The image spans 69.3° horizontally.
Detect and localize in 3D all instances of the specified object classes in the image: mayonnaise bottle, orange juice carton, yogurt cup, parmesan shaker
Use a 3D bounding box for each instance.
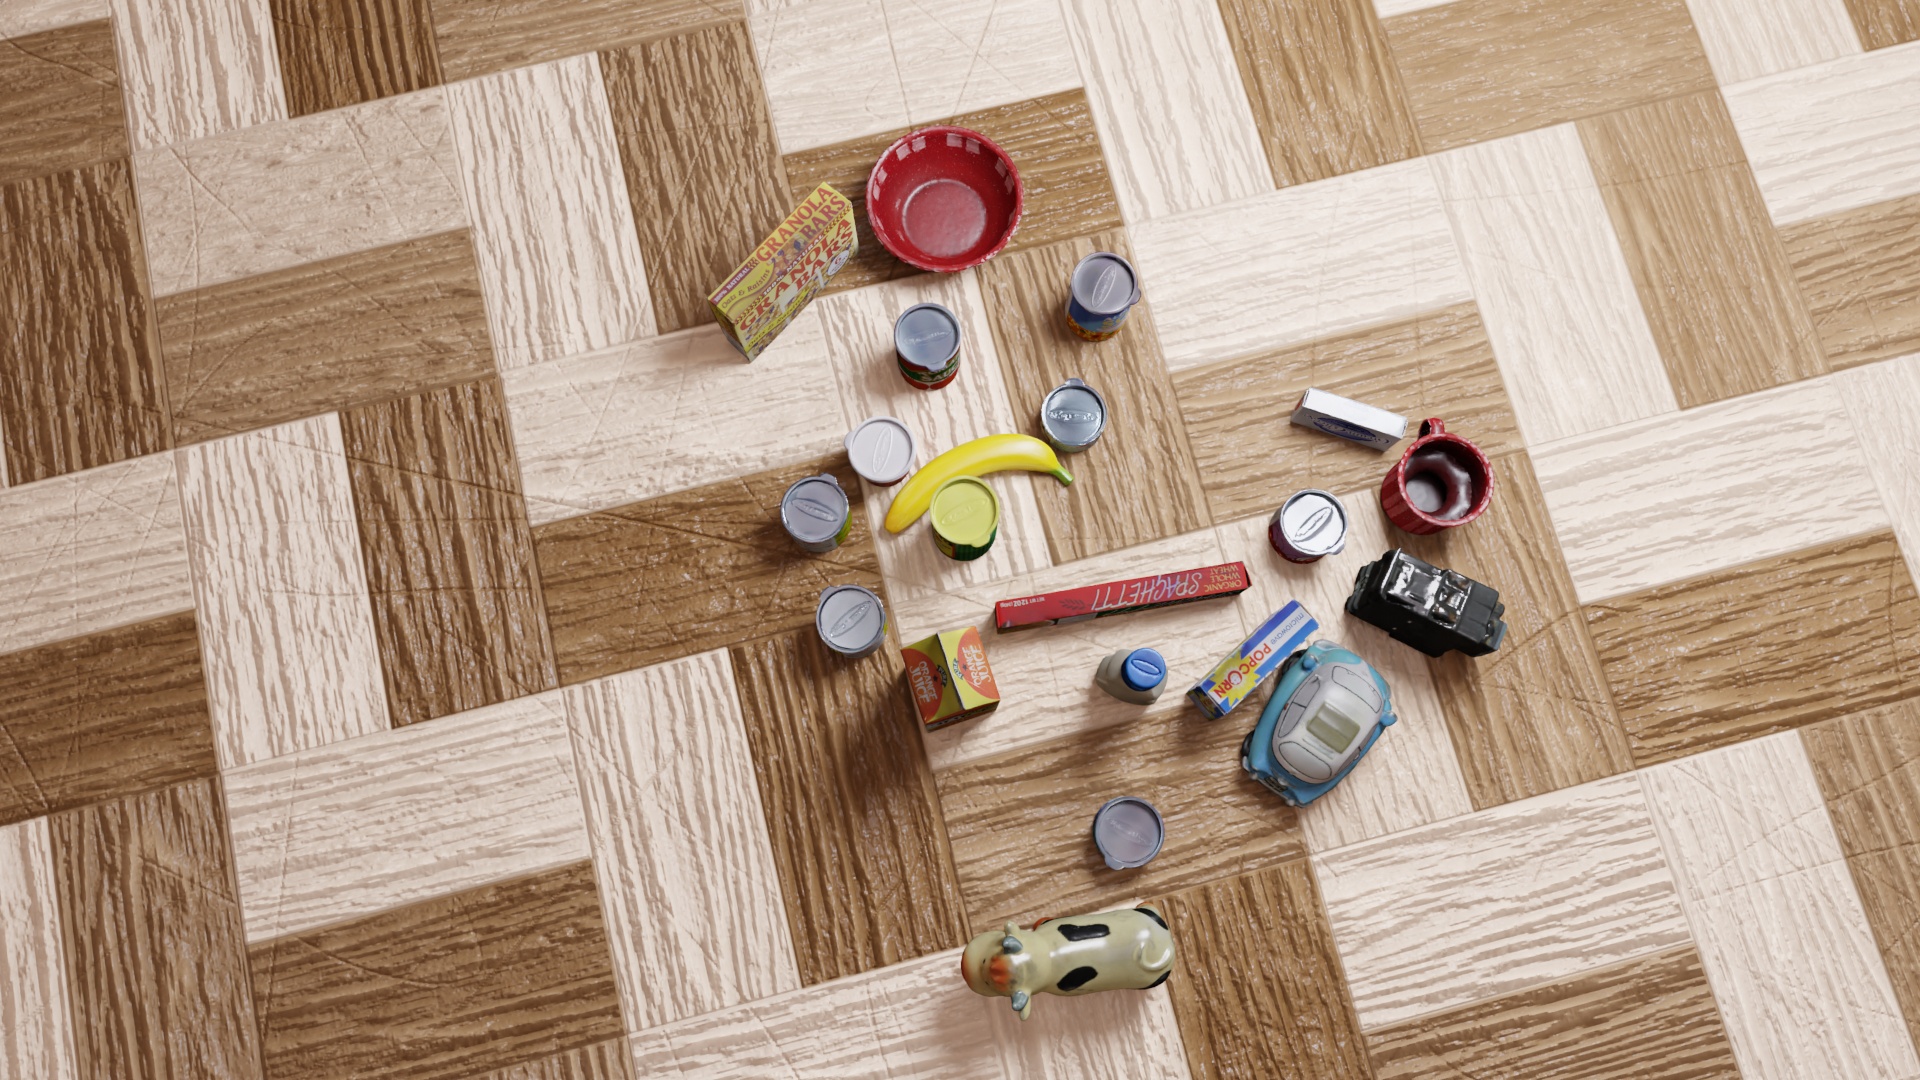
[{"bbox_3d":[0.164,0.126,1.296,0.065,0.148,0.041,23,80,4],"label":"mayonnaise bottle"},{"bbox_3d":[-0.009,0.127,1.272,0.073,0.192,0.072,-18,80,-4],"label":"orange juice carton"},{"bbox_3d":[-0.077,-0.085,1.385,0.072,0.054,0.072,0,79,0],"label":"yogurt cup"},{"bbox_3d":[0.005,-0.017,1.347,0.071,0.103,0.071,0,79,0],"label":"parmesan shaker"}]

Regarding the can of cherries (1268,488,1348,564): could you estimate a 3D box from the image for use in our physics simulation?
[{"bbox_3d":[0.343,-0.011,1.370,0.071,0.058,0.071,0,79,0],"label":"can of cherries"}]

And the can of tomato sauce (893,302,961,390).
[{"bbox_3d":[-0.031,-0.191,1.392,0.071,0.083,0.071,0,79,0],"label":"can of tomato sauce"}]

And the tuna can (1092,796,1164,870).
[{"bbox_3d":[0.158,0.279,1.323,0.071,0.032,0.071,0,79,0],"label":"tuna can"}]

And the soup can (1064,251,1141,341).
[{"bbox_3d":[0.143,-0.244,1.404,0.071,0.083,0.071,0,79,0],"label":"soup can"}]

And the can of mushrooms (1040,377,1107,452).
[{"bbox_3d":[0.114,-0.126,1.405,0.071,0.033,0.071,0,79,0],"label":"can of mushrooms"}]

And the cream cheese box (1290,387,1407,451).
[{"bbox_3d":[0.390,-0.121,1.396,0.104,0.053,0.024,18,80,3],"label":"cream cheese box"}]

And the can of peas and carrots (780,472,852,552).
[{"bbox_3d":[-0.141,-0.027,1.370,0.071,0.058,0.071,0,79,0],"label":"can of peas and carrots"}]

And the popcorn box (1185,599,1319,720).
[{"bbox_3d":[0.279,0.115,1.331,0.127,0.085,0.038,-41,82,-8],"label":"popcorn box"}]

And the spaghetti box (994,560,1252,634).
[{"bbox_3d":[0.157,0.056,1.360,0.250,0.050,0.029,-9,79,-2],"label":"spaghetti box"}]

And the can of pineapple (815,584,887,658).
[{"bbox_3d":[-0.105,0.078,1.350,0.071,0.057,0.071,0,79,0],"label":"can of pineapple"}]

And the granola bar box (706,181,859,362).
[{"bbox_3d":[-0.174,-0.266,1.385,0.039,0.124,0.166,41,81,7],"label":"granola bar box"}]
